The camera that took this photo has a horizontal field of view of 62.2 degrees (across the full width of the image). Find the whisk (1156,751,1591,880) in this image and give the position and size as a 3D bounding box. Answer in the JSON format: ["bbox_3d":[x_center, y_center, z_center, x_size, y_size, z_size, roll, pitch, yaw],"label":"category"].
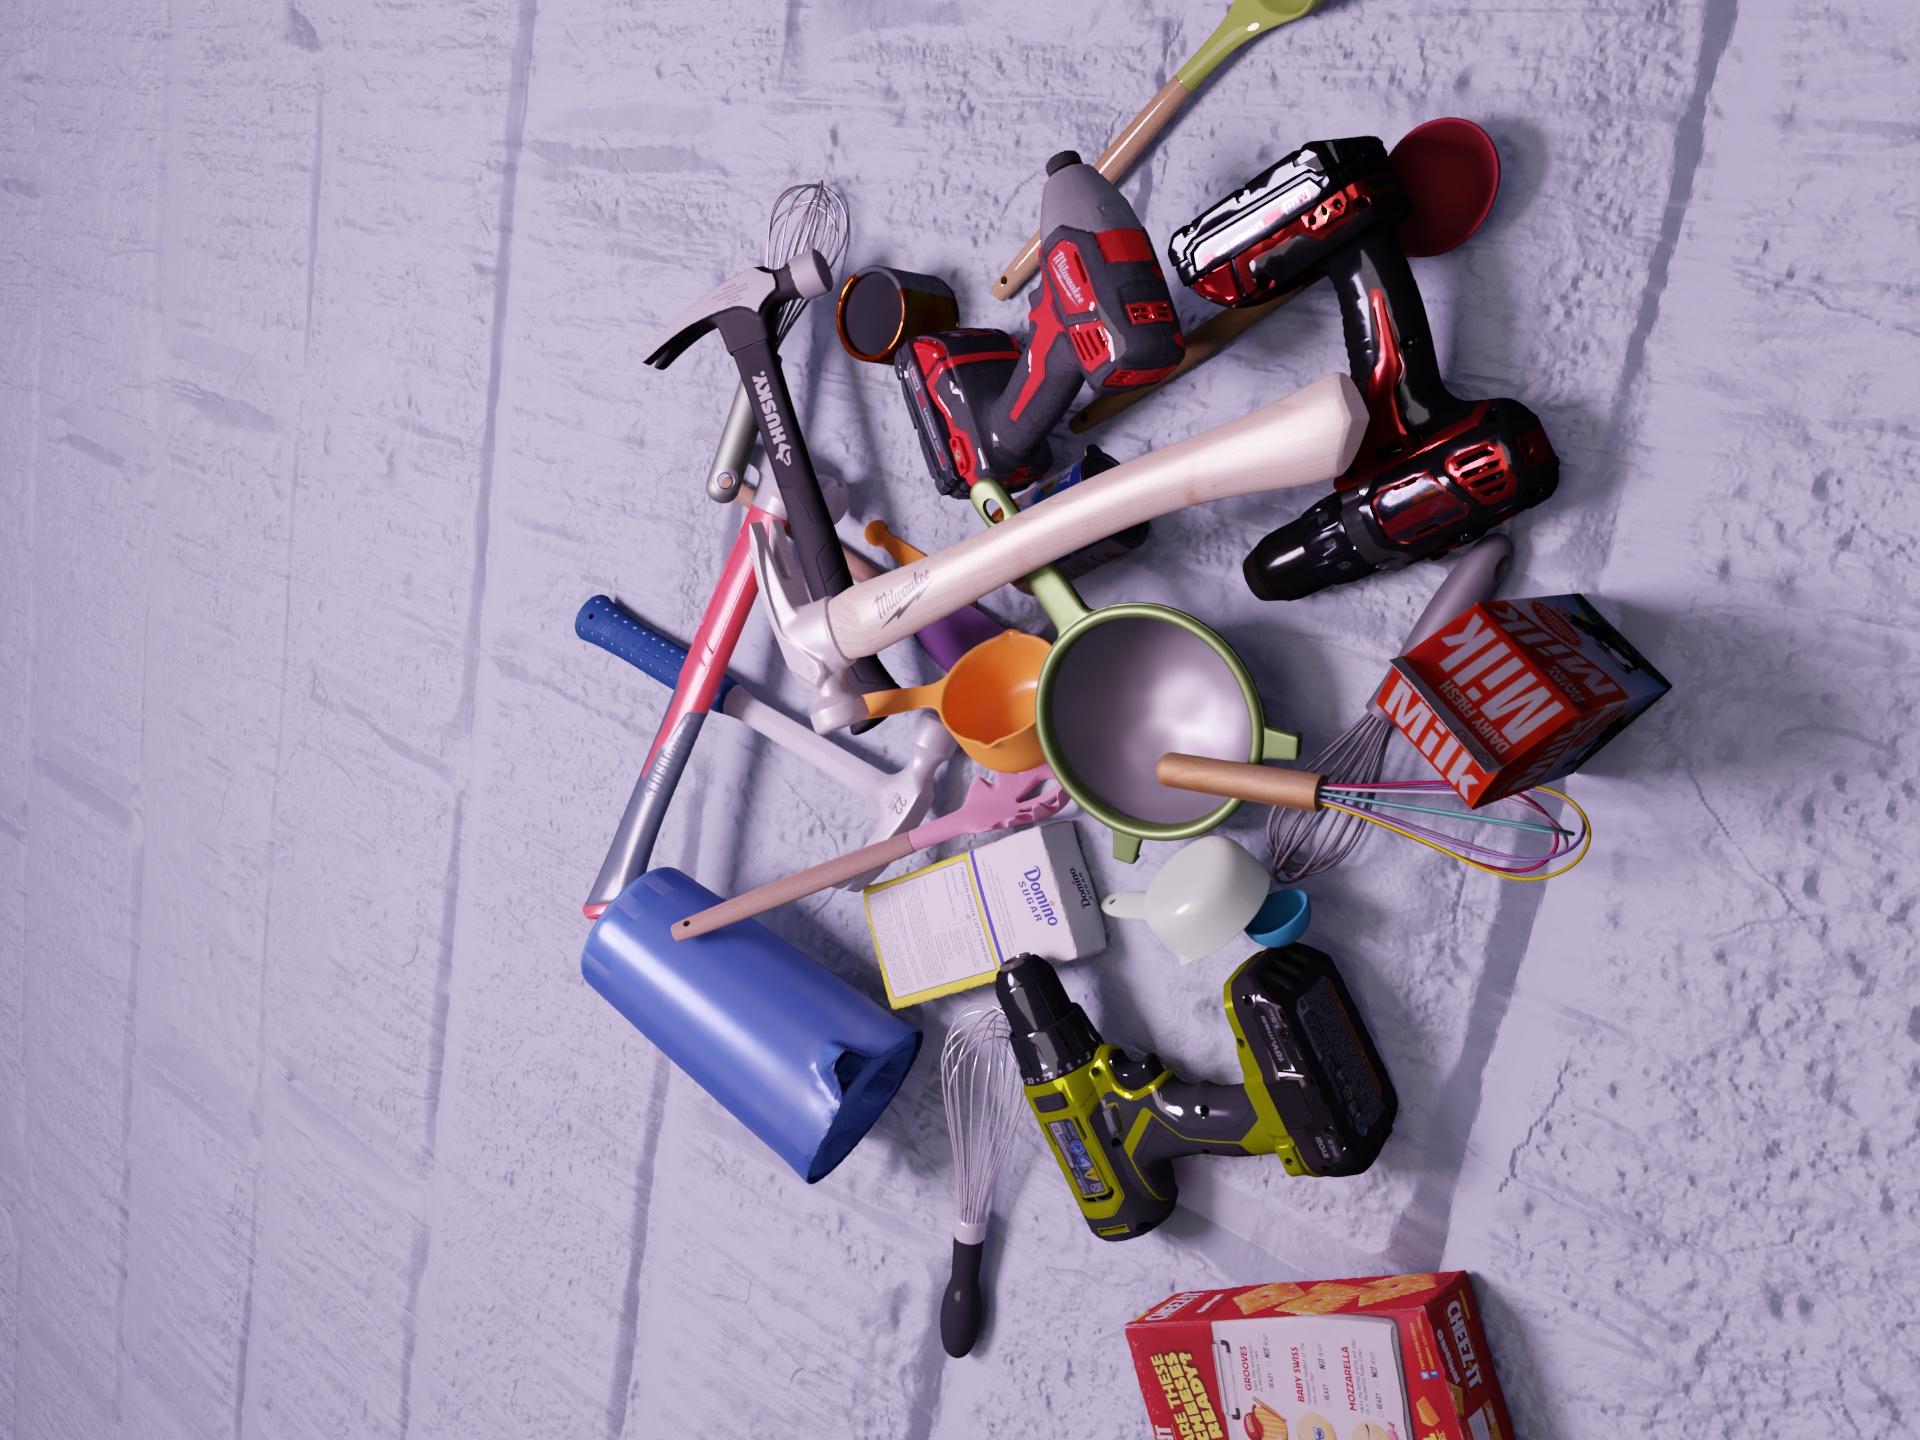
[{"bbox_3d":[0.218,0.047,0.876,0.245,0.051,0.047,9,100,33],"label":"whisk"}]

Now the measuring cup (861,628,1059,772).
[{"bbox_3d":[-0.002,-0.003,1.074,0.173,0.052,0.095,-7,53,27],"label":"measuring cup"}]

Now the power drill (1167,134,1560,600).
[{"bbox_3d":[0.203,-0.185,0.888,0.188,0.080,0.226,-26,92,42],"label":"power drill"}]

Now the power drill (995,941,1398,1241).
[{"bbox_3d":[0.133,0.215,0.986,0.228,0.080,0.190,-25,91,39],"label":"power drill"}]

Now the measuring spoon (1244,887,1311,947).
[{"bbox_3d":[0.172,0.117,0.971,0.021,0.042,0.129,55,163,-16],"label":"measuring spoon"}]

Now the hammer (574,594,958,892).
[{"bbox_3d":[-0.174,-0.007,1.241,0.406,0.035,0.144,28,93,37],"label":"hammer"}]

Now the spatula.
[{"bbox_3d":[-0.075,-0.109,1.176,0.316,0.018,0.059,35,127,31],"label":"spatula"}]

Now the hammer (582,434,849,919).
[{"bbox_3d":[-0.214,-0.027,1.220,0.143,0.038,0.386,30,100,35],"label":"hammer"}]

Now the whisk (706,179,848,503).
[{"bbox_3d":[-0.140,-0.277,1.169,0.059,0.057,0.246,-147,75,-74],"label":"whisk"}]

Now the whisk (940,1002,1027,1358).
[{"bbox_3d":[0.009,0.331,1.132,0.070,0.070,0.284,19,111,37],"label":"whisk"}]

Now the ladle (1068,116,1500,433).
[{"bbox_3d":[0.181,-0.249,0.947,0.315,0.031,0.069,-28,81,40],"label":"ladle"}]

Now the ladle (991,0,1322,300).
[{"bbox_3d":[0.112,-0.372,0.973,0.320,0.062,0.078,-42,69,37],"label":"ladle"}]

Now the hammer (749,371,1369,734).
[{"bbox_3d":[0.042,-0.117,0.940,0.410,0.038,0.146,-20,90,35],"label":"hammer"}]

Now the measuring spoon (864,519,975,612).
[{"bbox_3d":[-0.031,-0.110,1.144,0.117,0.011,0.021,40,118,29],"label":"measuring spoon"}]

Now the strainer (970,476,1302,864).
[{"bbox_3d":[0.096,-0.049,0.989,0.151,0.069,0.256,-38,83,35],"label":"strainer"}]

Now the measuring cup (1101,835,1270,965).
[{"bbox_3d":[0.123,0.106,0.987,0.038,0.083,0.167,45,159,-16],"label":"measuring cup"}]

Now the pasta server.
[{"bbox_3d":[-0.061,0.089,1.092,0.316,0.040,0.060,-22,48,10],"label":"pasta server"}]

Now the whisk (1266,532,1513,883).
[{"bbox_3d":[0.245,-0.003,0.911,0.055,0.055,0.239,41,114,29],"label":"whisk"}]

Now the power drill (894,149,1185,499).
[{"bbox_3d":[0.046,-0.237,0.978,0.219,0.078,0.143,-34,72,59],"label":"power drill"}]

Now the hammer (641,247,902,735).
[{"bbox_3d":[-0.115,-0.152,1.127,0.146,0.035,0.335,-19,88,15],"label":"hammer"}]
